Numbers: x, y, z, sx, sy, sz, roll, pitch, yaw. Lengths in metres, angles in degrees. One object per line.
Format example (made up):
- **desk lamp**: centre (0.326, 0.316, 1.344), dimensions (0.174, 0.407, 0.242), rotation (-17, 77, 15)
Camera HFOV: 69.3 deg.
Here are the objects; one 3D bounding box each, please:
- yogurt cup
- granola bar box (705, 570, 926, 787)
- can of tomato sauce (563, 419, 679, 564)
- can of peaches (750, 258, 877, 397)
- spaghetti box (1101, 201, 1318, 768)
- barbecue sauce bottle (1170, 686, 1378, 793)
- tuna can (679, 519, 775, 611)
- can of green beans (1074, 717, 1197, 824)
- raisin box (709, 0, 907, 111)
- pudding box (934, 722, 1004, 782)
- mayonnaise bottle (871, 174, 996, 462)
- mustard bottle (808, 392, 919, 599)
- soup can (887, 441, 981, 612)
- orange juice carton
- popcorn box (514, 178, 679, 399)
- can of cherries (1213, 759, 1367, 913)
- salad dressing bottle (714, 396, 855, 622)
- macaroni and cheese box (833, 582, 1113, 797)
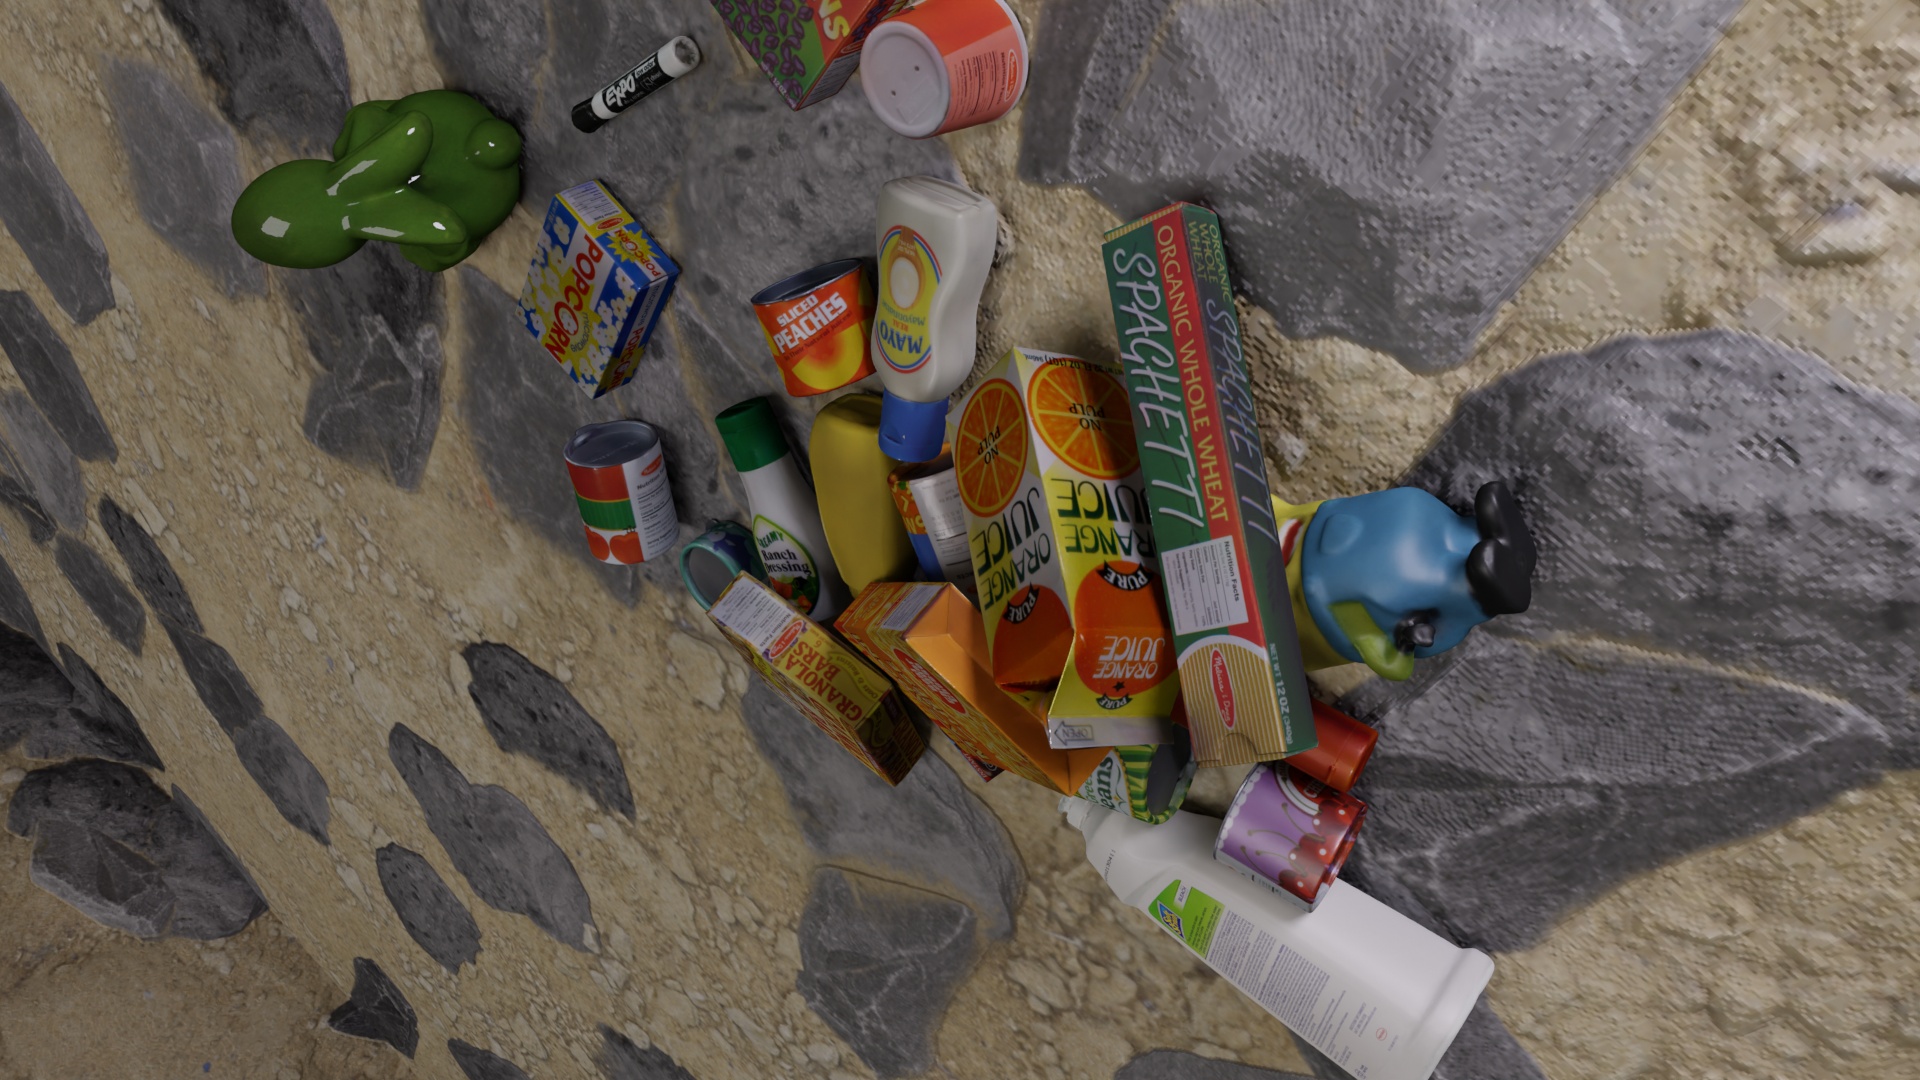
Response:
- **yogurt cup**: centre (-0.010, -0.223, 0.654), dimensions (0.072, 0.054, 0.072), rotation (24, 133, 29)
- **granola bar box**: centre (-0.089, 0.094, 0.908), dimensions (0.124, 0.039, 0.165), rotation (35, 166, 18)
- **can of tomato sauce**: centre (-0.242, -0.035, 0.991), dimensions (0.071, 0.071, 0.082), rotation (19, 130, 32)
- **can of peaches**: centre (-0.077, -0.118, 0.777), dimensions (0.071, 0.071, 0.058), rotation (1, 119, 42)
- **spaghetti box**: centre (0.110, -0.026, 0.623), dimensions (0.050, 0.029, 0.250), rotation (-17, 79, 45)
- **barbecue sauce bottle**: centre (0.145, 0.081, 0.737), dimensions (0.149, 0.044, 0.064), rotation (29, 134, 24)
- **tuna can**: centre (-0.168, 0.021, 0.988), dimensions (0.071, 0.033, 0.070), rotation (23, 132, 29)
- **can of green beans**: centre (0.096, 0.122, 0.793), dimensions (0.058, 0.071, 0.071), rotation (14, 127, 35)
- **raisin box**: centre (-0.068, -0.284, 0.675), dimensions (0.086, 0.040, 0.123), rotation (54, 139, -1)
- **pudding box**: centre (0.009, 0.109, 0.891), dimensions (0.084, 0.030, 0.049), rotation (50, 140, 2)
- **mayonnaise bottle**: centre (-0.019, -0.114, 0.736), dimensions (0.065, 0.041, 0.147), rotation (29, 127, 31)
- **mustard bottle**: centre (-0.053, -0.011, 0.849), dimensions (0.065, 0.049, 0.159), rotation (20, 131, 29)
- **soup can**: centre (0.003, -0.010, 0.787), dimensions (0.071, 0.072, 0.083), rotation (-4, 114, 44)
- **orange juice carton**: centre (0.054, 0.008, 0.672), dimensions (0.072, 0.072, 0.193), rotation (-42, 51, 49)
- **popcorn box**: centre (-0.242, -0.164, 0.920), dimensions (0.085, 0.038, 0.126), rotation (47, 139, 5)
- **can of cherries**: centre (0.178, 0.154, 0.743), dimensions (0.058, 0.072, 0.071), rotation (27, 134, 26)
- **salad dressing bottle**: centre (-0.114, -0.020, 0.902), dimensions (0.064, 0.044, 0.147), rotation (-2, 116, 45)
- **macaroni and cheese box**: centre (0.002, 0.077, 0.771), dimensions (0.123, 0.040, 0.166), rotation (45, 167, -11)
